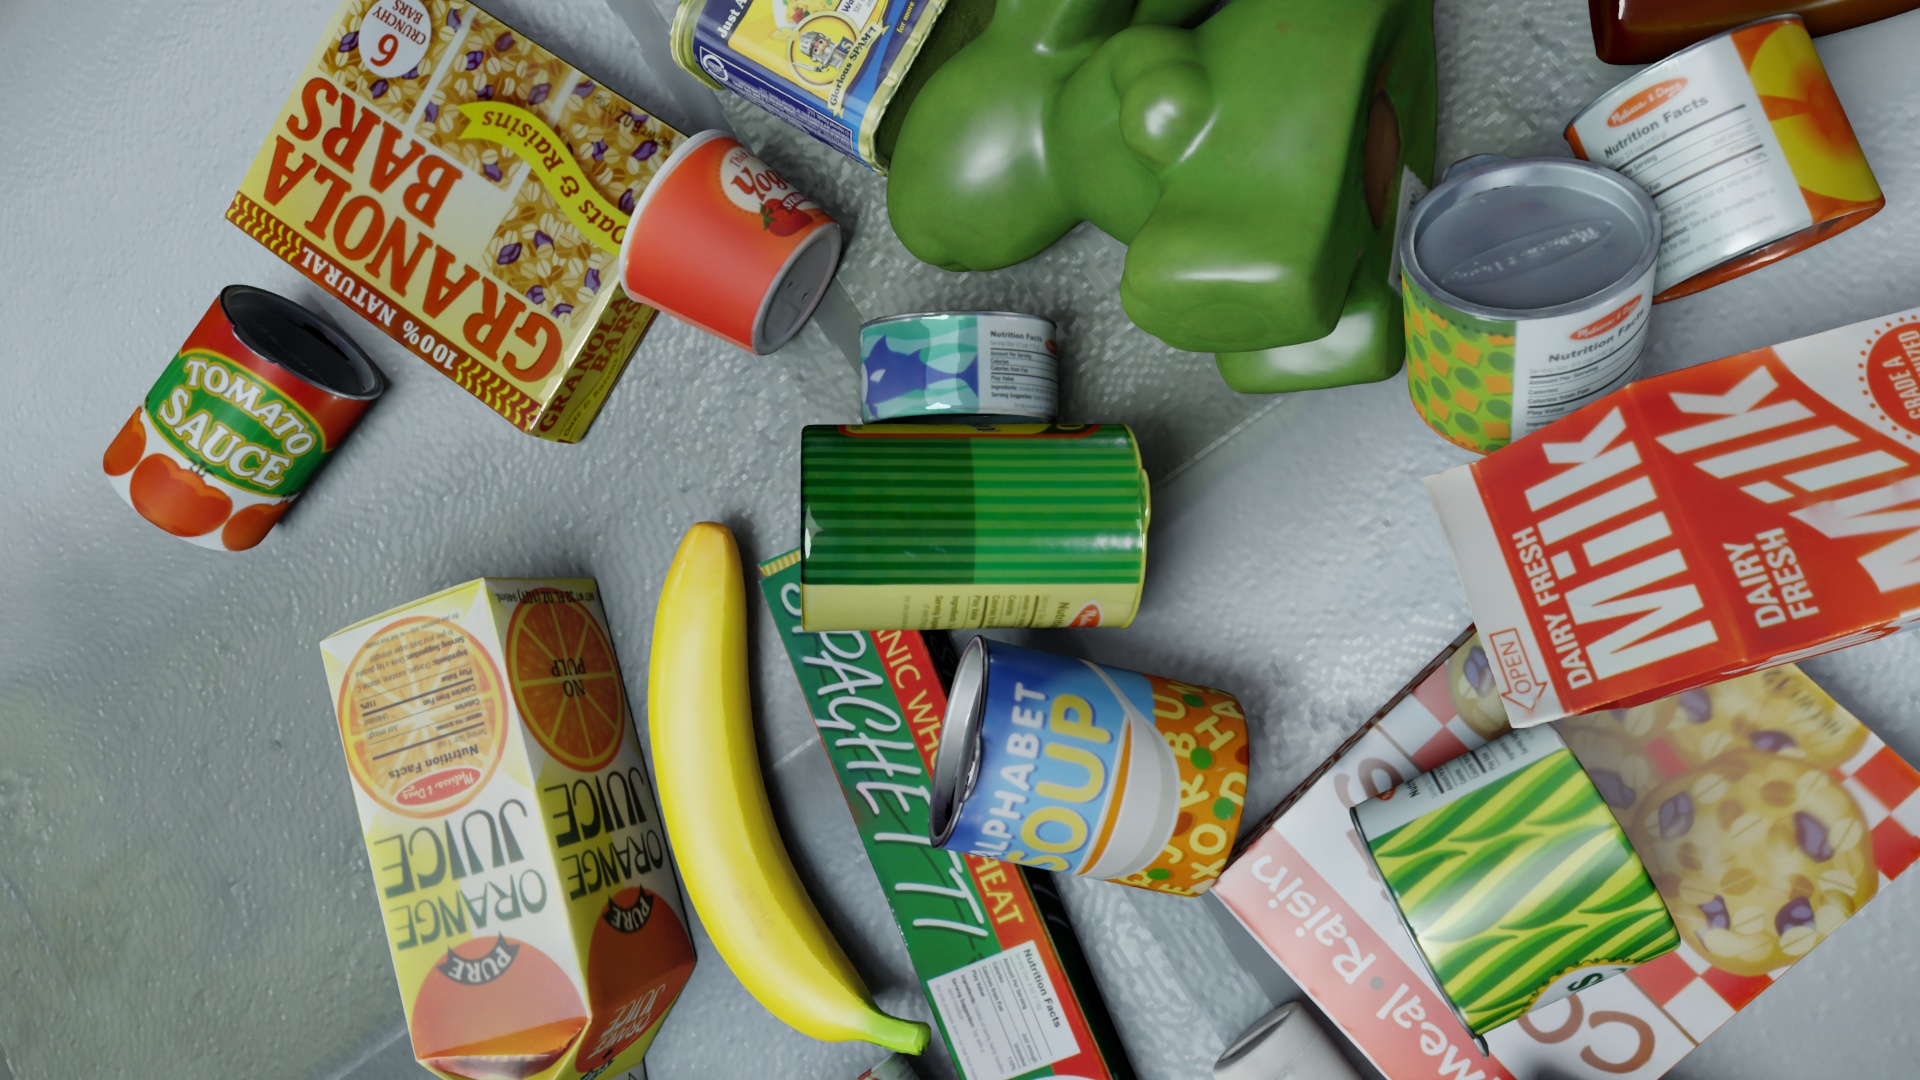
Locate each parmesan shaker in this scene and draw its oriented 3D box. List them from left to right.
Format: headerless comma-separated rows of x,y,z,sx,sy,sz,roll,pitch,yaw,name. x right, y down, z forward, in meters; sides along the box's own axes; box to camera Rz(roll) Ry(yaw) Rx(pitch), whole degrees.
0.002,-0.005,0.437,0.103,0.071,0.071,0,88,-6,parmesan shaker

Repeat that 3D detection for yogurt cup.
-0.078,-0.101,0.488,0.054,0.072,0.072,33,97,7,yogurt cup

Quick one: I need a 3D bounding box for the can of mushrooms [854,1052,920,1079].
-0.039,0.204,0.460,0.071,0.071,0.033,-40,77,12,can of mushrooms

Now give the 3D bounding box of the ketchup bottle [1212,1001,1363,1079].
0.138,0.212,0.420,0.064,0.043,0.149,-44,76,18,ketchup bottle

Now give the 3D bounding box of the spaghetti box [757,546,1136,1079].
0.001,0.113,0.472,0.050,0.029,0.250,-26,81,14,spaghetti box

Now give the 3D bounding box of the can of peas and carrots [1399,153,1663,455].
0.160,-0.067,0.397,0.071,0.058,0.071,-10,49,12,can of peas and carrots

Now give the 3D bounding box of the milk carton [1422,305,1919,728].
0.221,-0.009,0.357,0.191,0.073,0.072,-14,73,-2,milk carton

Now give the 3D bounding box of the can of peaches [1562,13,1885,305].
0.219,-0.107,0.399,0.071,0.071,0.058,-22,82,15,can of peaches

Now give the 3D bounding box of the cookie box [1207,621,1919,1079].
0.177,0.091,0.416,0.167,0.040,0.123,-46,77,9,cookie box

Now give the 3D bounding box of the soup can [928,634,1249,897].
0.038,0.071,0.427,0.084,0.071,0.071,13,92,-7,soup can

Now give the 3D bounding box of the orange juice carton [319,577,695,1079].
-0.155,0.115,0.496,0.073,0.072,0.193,-19,82,15,orange juice carton

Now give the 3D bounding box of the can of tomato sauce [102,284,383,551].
-0.280,-0.046,0.541,0.071,0.071,0.083,44,101,13,can of tomato sauce

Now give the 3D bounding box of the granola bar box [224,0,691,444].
-0.185,-0.132,0.532,0.166,0.039,0.124,34,97,15,granola bar box

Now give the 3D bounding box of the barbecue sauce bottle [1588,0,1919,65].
0.263,-0.179,0.399,0.148,0.043,0.065,-3,86,16,barbecue sauce bottle

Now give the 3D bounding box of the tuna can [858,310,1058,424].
-0.003,-0.055,0.462,0.071,0.071,0.033,-2,88,17,tuna can

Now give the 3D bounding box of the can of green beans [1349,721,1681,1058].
0.145,0.089,0.368,0.058,0.071,0.071,-29,80,12,can of green beans
